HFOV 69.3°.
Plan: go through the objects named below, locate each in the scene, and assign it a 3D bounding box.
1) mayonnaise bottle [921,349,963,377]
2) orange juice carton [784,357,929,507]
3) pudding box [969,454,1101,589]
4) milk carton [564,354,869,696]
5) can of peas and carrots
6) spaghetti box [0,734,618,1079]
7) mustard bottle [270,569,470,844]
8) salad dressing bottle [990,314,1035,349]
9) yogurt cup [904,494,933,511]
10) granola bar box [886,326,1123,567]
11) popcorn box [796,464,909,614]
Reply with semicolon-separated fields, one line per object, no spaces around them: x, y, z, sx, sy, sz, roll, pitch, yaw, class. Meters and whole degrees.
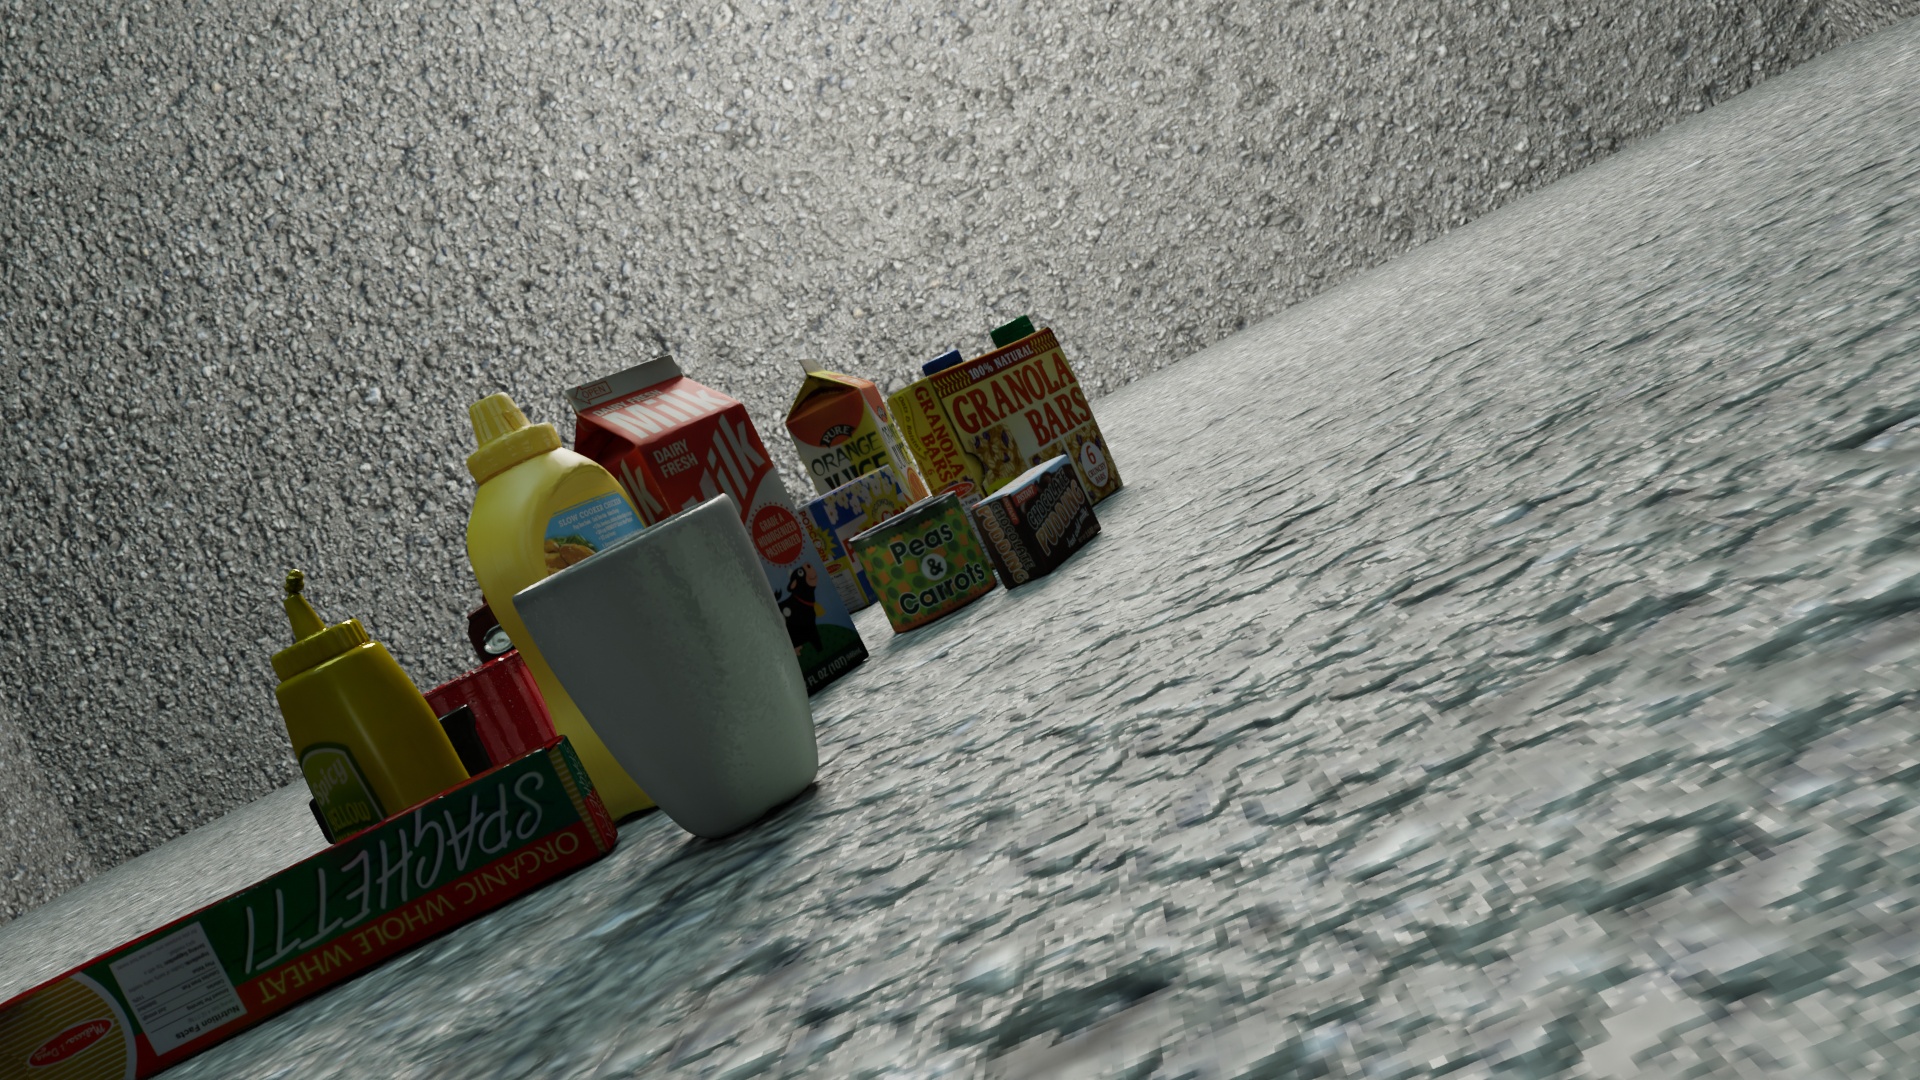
0.013;-0.095;1.230;0.065;0.148;0.041;-28;5;-29;mayonnaise bottle
-0.086;-0.067;1.168;0.073;0.192;0.072;-25;4;10;orange juice carton
0.042;-0.012;0.760;0.030;0.049;0.084;-23;5;30;pudding box
-0.133;-0.002;0.720;0.073;0.190;0.073;-22;6;45;milk carton
-0.020;0.012;0.775;0.071;0.058;0.071;-26;4;2;can of peas and carrots
-0.257;0.152;0.544;0.250;0.050;0.029;-26;4;-1;spaghetti box
-0.263;0.087;0.612;0.065;0.160;0.049;-23;5;33;mustard bottle
0.073;-0.121;1.202;0.044;0.147;0.064;-22;6;42;salad dressing bottle
0.003;-0.012;0.940;0.072;0.054;0.072;-26;5;2;yogurt cup
0.035;-0.064;0.913;0.039;0.124;0.166;-23;5;36;granola bar box
-0.075;-0.001;1.041;0.038;0.085;0.127;-24;5;25;popcorn box
